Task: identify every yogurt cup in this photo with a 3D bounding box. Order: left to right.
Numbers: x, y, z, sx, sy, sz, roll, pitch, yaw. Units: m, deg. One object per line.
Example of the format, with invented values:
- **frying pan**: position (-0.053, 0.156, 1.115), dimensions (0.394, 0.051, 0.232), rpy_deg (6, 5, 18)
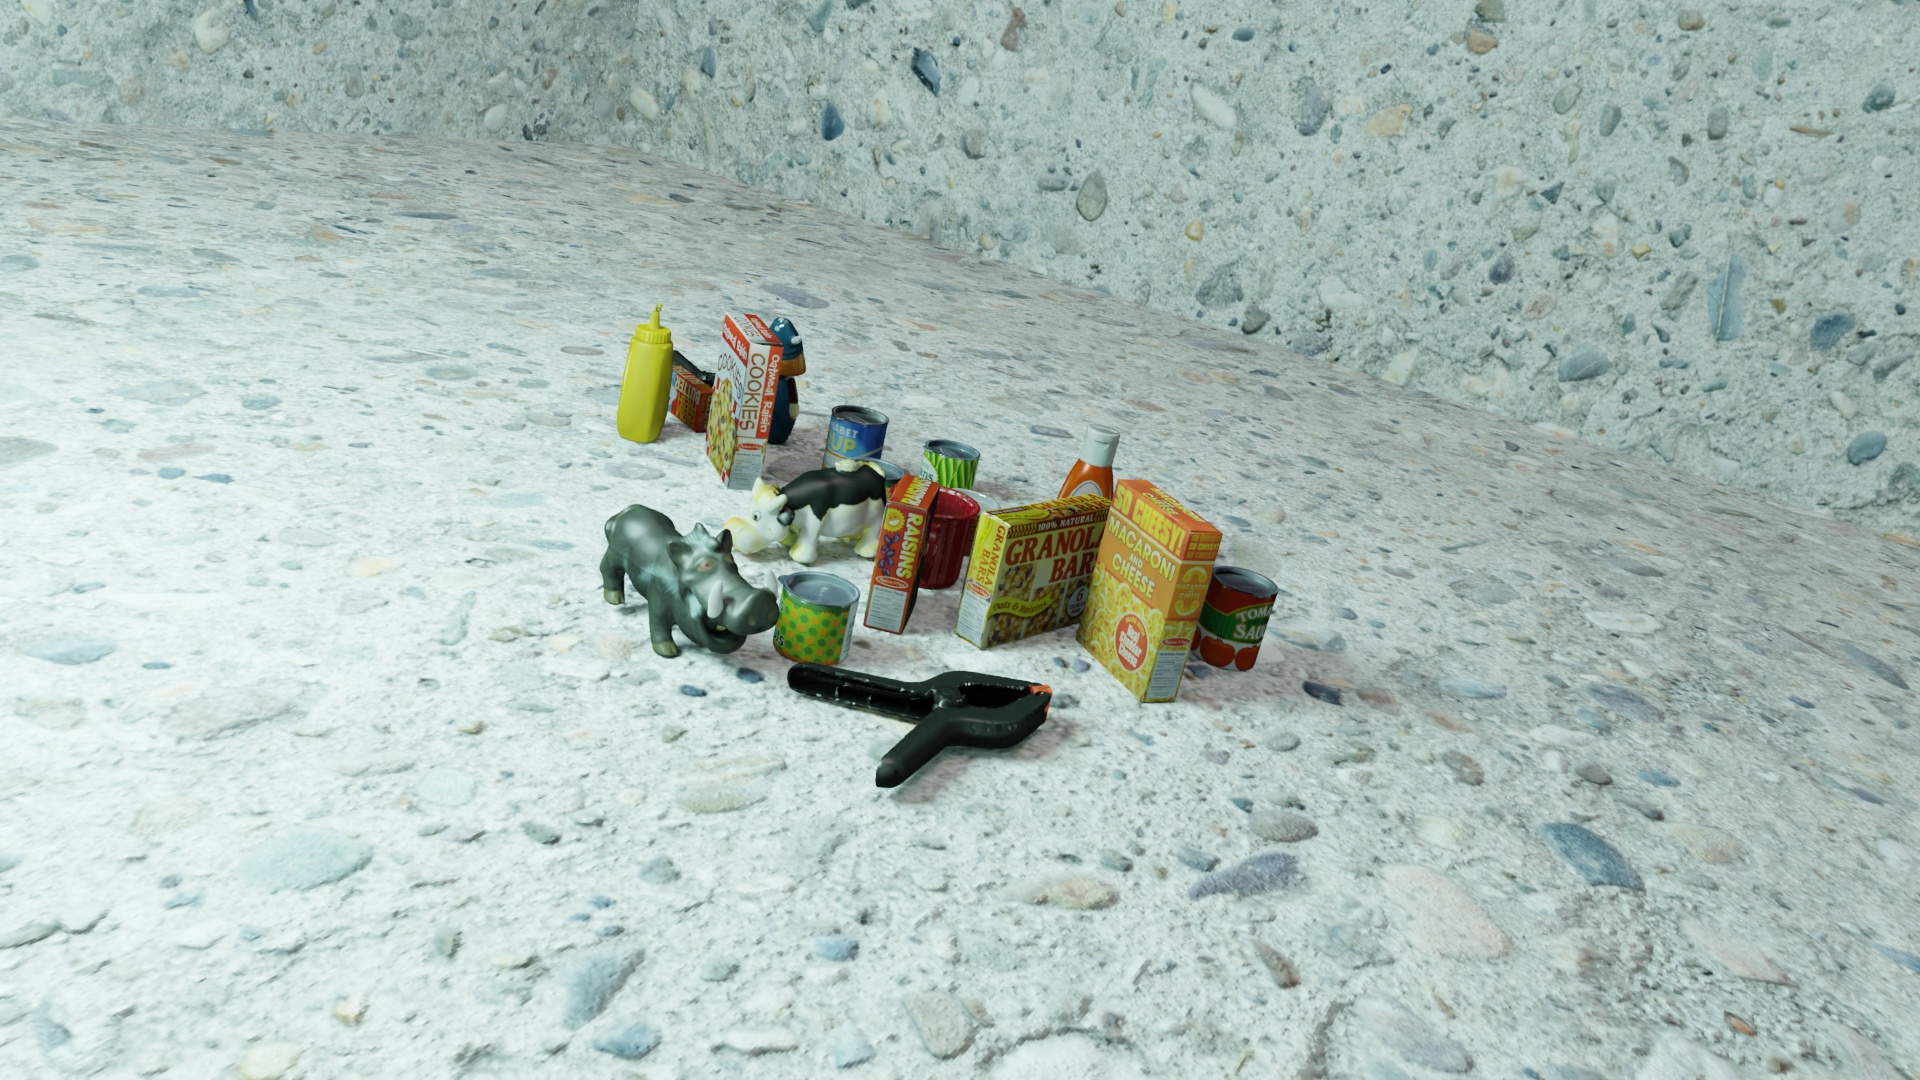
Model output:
- **yogurt cup**: position (0.005, -0.019, 1.479), dimensions (0.072, 0.053, 0.072), rpy_deg (11, 20, -4)

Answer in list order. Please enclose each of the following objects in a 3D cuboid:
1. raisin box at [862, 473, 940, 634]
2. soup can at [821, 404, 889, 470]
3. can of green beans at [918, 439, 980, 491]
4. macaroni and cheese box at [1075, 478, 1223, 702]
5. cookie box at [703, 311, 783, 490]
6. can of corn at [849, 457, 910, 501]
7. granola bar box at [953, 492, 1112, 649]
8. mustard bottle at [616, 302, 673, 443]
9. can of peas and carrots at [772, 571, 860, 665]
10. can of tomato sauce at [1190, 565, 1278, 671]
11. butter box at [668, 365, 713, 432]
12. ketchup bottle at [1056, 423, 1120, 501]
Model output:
- **raisin box**: position (-0.053, 0.011, 1.265), dimensions (0.040, 0.123, 0.086), rpy_deg (14, 20, 4)
- **soup can**: position (-0.124, -0.105, 1.586), dimensions (0.071, 0.083, 0.071), rpy_deg (11, 20, -4)
- **can of green beans**: position (-0.015, -0.080, 1.624), dimensions (0.071, 0.057, 0.071), rpy_deg (11, 20, -4)
- **macaroni and cheese box**: position (0.167, 0.043, 1.252), dimensions (0.040, 0.165, 0.124), rpy_deg (2, 23, -28)
- **cookie box**: position (-0.239, -0.155, 1.527), dimensions (0.040, 0.166, 0.123), rpy_deg (3, 22, -24)
- **can of corn**: position (-0.094, -0.051, 1.498), dimensions (0.071, 0.058, 0.071), rpy_deg (11, 20, -4)
- **granola bar box**: position (0.073, 0.026, 1.302), dimensions (0.039, 0.123, 0.166), rpy_deg (28, 25, 36)
- **mustard bottle**: position (-0.353, -0.193, 1.569), dimensions (0.049, 0.159, 0.065), rpy_deg (14, 20, 4)
- **can of peas and carrots**: position (-0.124, 0.065, 1.173), dimensions (0.071, 0.058, 0.071), rpy_deg (11, 20, -4)
- **can of tomato sauce**: position (0.265, 0.076, 1.344), dimensions (0.071, 0.082, 0.071), rpy_deg (11, 20, -4)
- **butter box**: position (-0.330, -0.172, 1.682), dimensions (0.024, 0.053, 0.104), rpy_deg (-4, 26, -39)
- **ketchup bottle**: position (0.138, -0.052, 1.510), dimensions (0.065, 0.148, 0.044), rpy_deg (13, 20, 0)
